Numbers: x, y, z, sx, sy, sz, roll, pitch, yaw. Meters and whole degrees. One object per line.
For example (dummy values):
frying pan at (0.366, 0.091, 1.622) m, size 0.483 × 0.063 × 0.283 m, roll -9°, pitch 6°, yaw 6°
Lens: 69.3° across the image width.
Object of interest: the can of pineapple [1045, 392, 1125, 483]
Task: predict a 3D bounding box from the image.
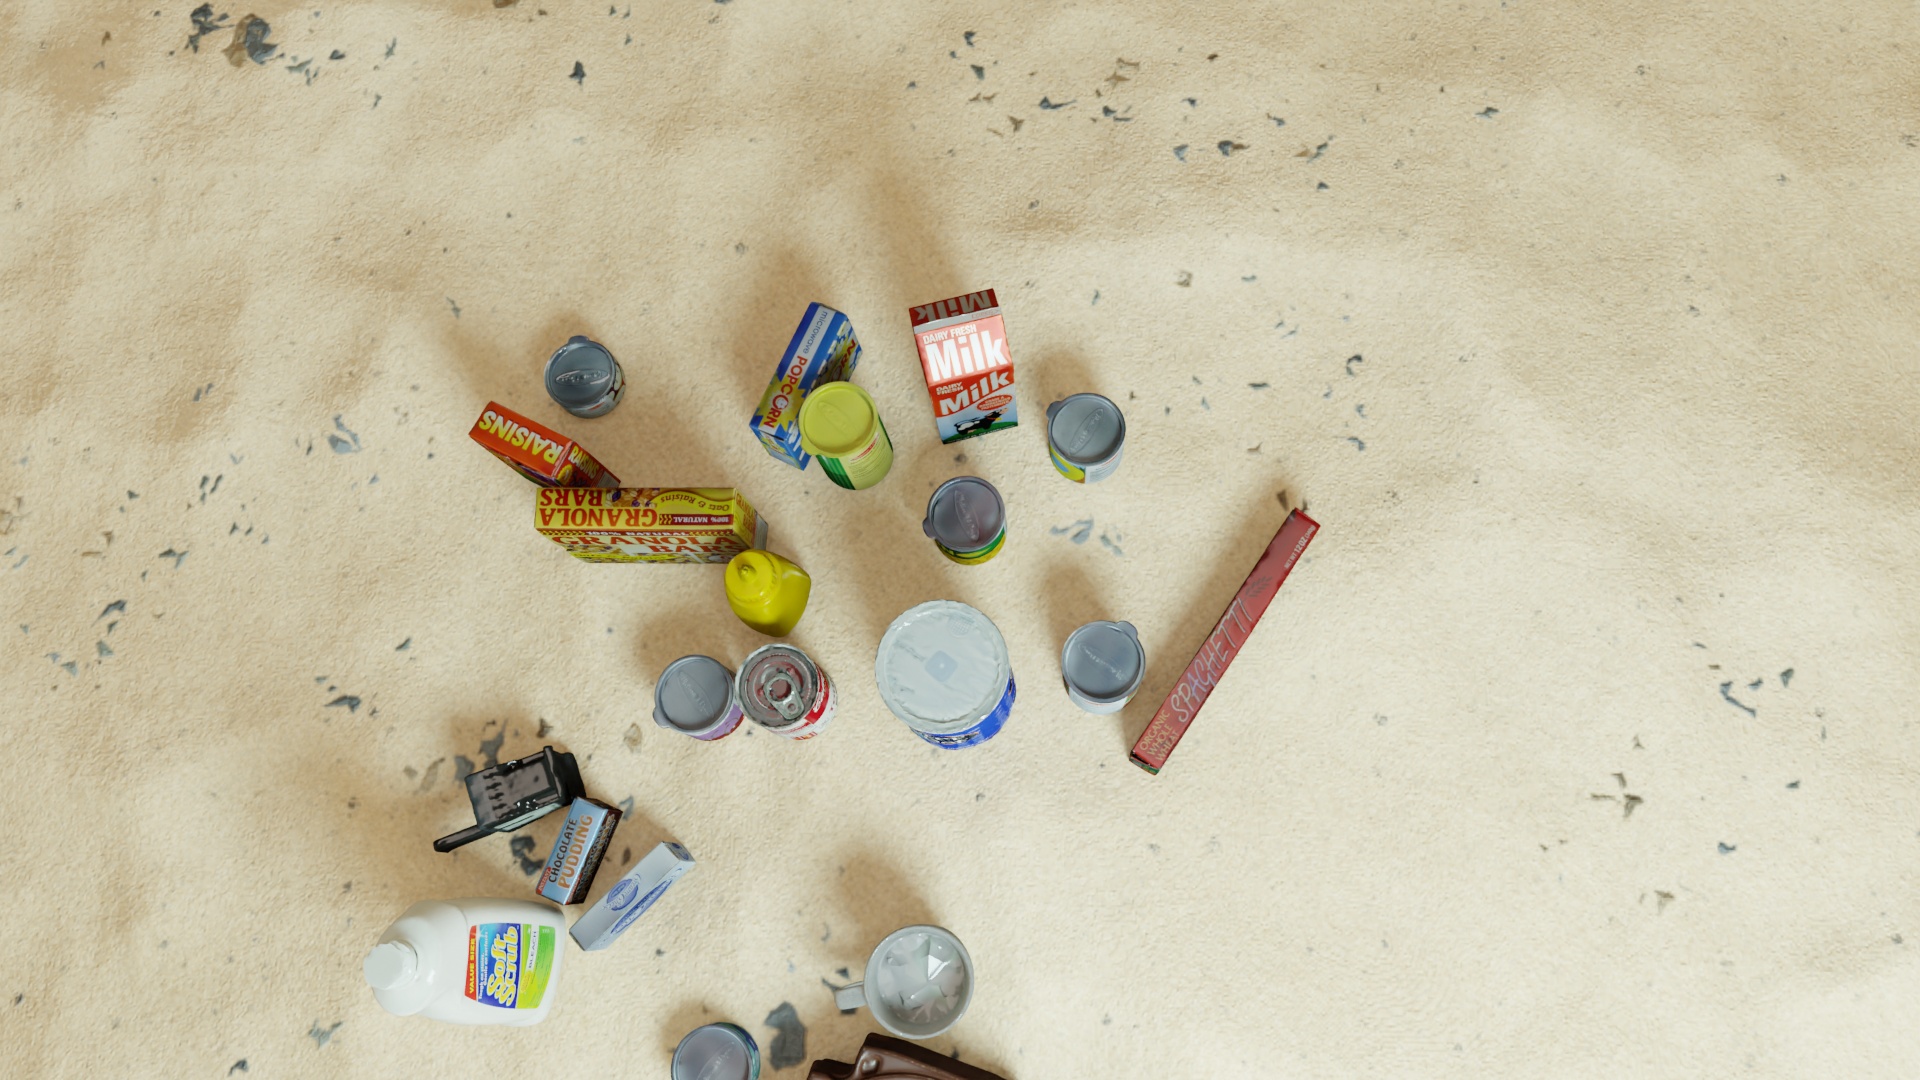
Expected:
can of pineapple at (0.108, -0.089, 1.199) m, size 0.071 × 0.057 × 0.071 m, roll -1°, pitch 76°, yaw 4°

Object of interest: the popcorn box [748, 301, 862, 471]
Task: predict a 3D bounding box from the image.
popcorn box at (-0.133, -0.134, 1.215) m, size 0.038 × 0.085 × 0.127 m, roll 23°, pitch 78°, yaw 10°

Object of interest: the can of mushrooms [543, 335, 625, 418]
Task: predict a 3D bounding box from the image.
can of mushrooms at (-0.340, -0.148, 1.261) m, size 0.071 × 0.033 × 0.071 m, roll -1°, pitch 75°, yaw 4°

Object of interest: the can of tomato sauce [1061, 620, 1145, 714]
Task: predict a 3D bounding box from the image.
can of tomato sauce at (0.117, 0.104, 1.135) m, size 0.071 × 0.083 × 0.071 m, roll -1°, pitch 76°, yaw 4°

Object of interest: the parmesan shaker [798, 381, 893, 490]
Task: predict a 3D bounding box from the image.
parmesan shaker at (-0.099, -0.086, 1.191) m, size 0.071 × 0.103 × 0.071 m, roll -1°, pitch 76°, yaw 4°

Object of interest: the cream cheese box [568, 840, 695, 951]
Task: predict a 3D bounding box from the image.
cream cheese box at (-0.266, 0.289, 1.131) m, size 0.104 × 0.053 × 0.024 m, roll -44°, pitch 77°, yaw -7°

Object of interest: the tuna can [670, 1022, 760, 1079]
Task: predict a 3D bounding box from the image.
tuna can at (-0.192, 0.419, 1.102) m, size 0.071 × 0.032 × 0.071 m, roll -1°, pitch 75°, yaw 4°

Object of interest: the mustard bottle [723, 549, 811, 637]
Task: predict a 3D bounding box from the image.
mustard bottle at (-0.162, 0.037, 1.134) m, size 0.049 × 0.160 × 0.065 m, roll 23°, pitch 79°, yaw 10°

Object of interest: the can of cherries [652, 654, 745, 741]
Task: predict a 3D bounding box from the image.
can of cherries at (-0.219, 0.134, 1.166) m, size 0.071 × 0.058 × 0.071 m, roll -1°, pitch 76°, yaw 4°

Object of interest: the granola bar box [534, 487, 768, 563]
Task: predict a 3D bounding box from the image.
granola bar box at (-0.257, -0.011, 1.172) m, size 0.166 × 0.124 × 0.039 m, roll 0°, pitch 76°, yaw 4°

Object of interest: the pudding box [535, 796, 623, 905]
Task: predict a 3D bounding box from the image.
pudding box at (-0.314, 0.256, 1.146) m, size 0.030 × 0.049 × 0.084 m, roll 20°, pitch 78°, yaw 9°

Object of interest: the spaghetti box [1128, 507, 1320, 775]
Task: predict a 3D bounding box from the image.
spaghetti box at (0.218, 0.085, 1.150) m, size 0.029 × 0.050 × 0.250 m, roll 33°, pitch 80°, yaw 12°

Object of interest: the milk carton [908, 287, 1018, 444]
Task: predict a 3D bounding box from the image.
milk carton at (0.004, -0.149, 1.154) m, size 0.072 × 0.190 × 0.073 m, roll -14°, pitch 75°, yaw 1°

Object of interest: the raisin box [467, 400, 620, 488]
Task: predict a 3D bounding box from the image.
raisin box at (-0.356, -0.069, 1.195) m, size 0.086 × 0.123 × 0.040 m, roll 26°, pitch 79°, yaw 10°

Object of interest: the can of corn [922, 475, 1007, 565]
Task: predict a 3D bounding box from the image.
can of corn at (0.004, -0.015, 1.187) m, size 0.071 × 0.058 × 0.071 m, roll -1°, pitch 76°, yaw 4°
